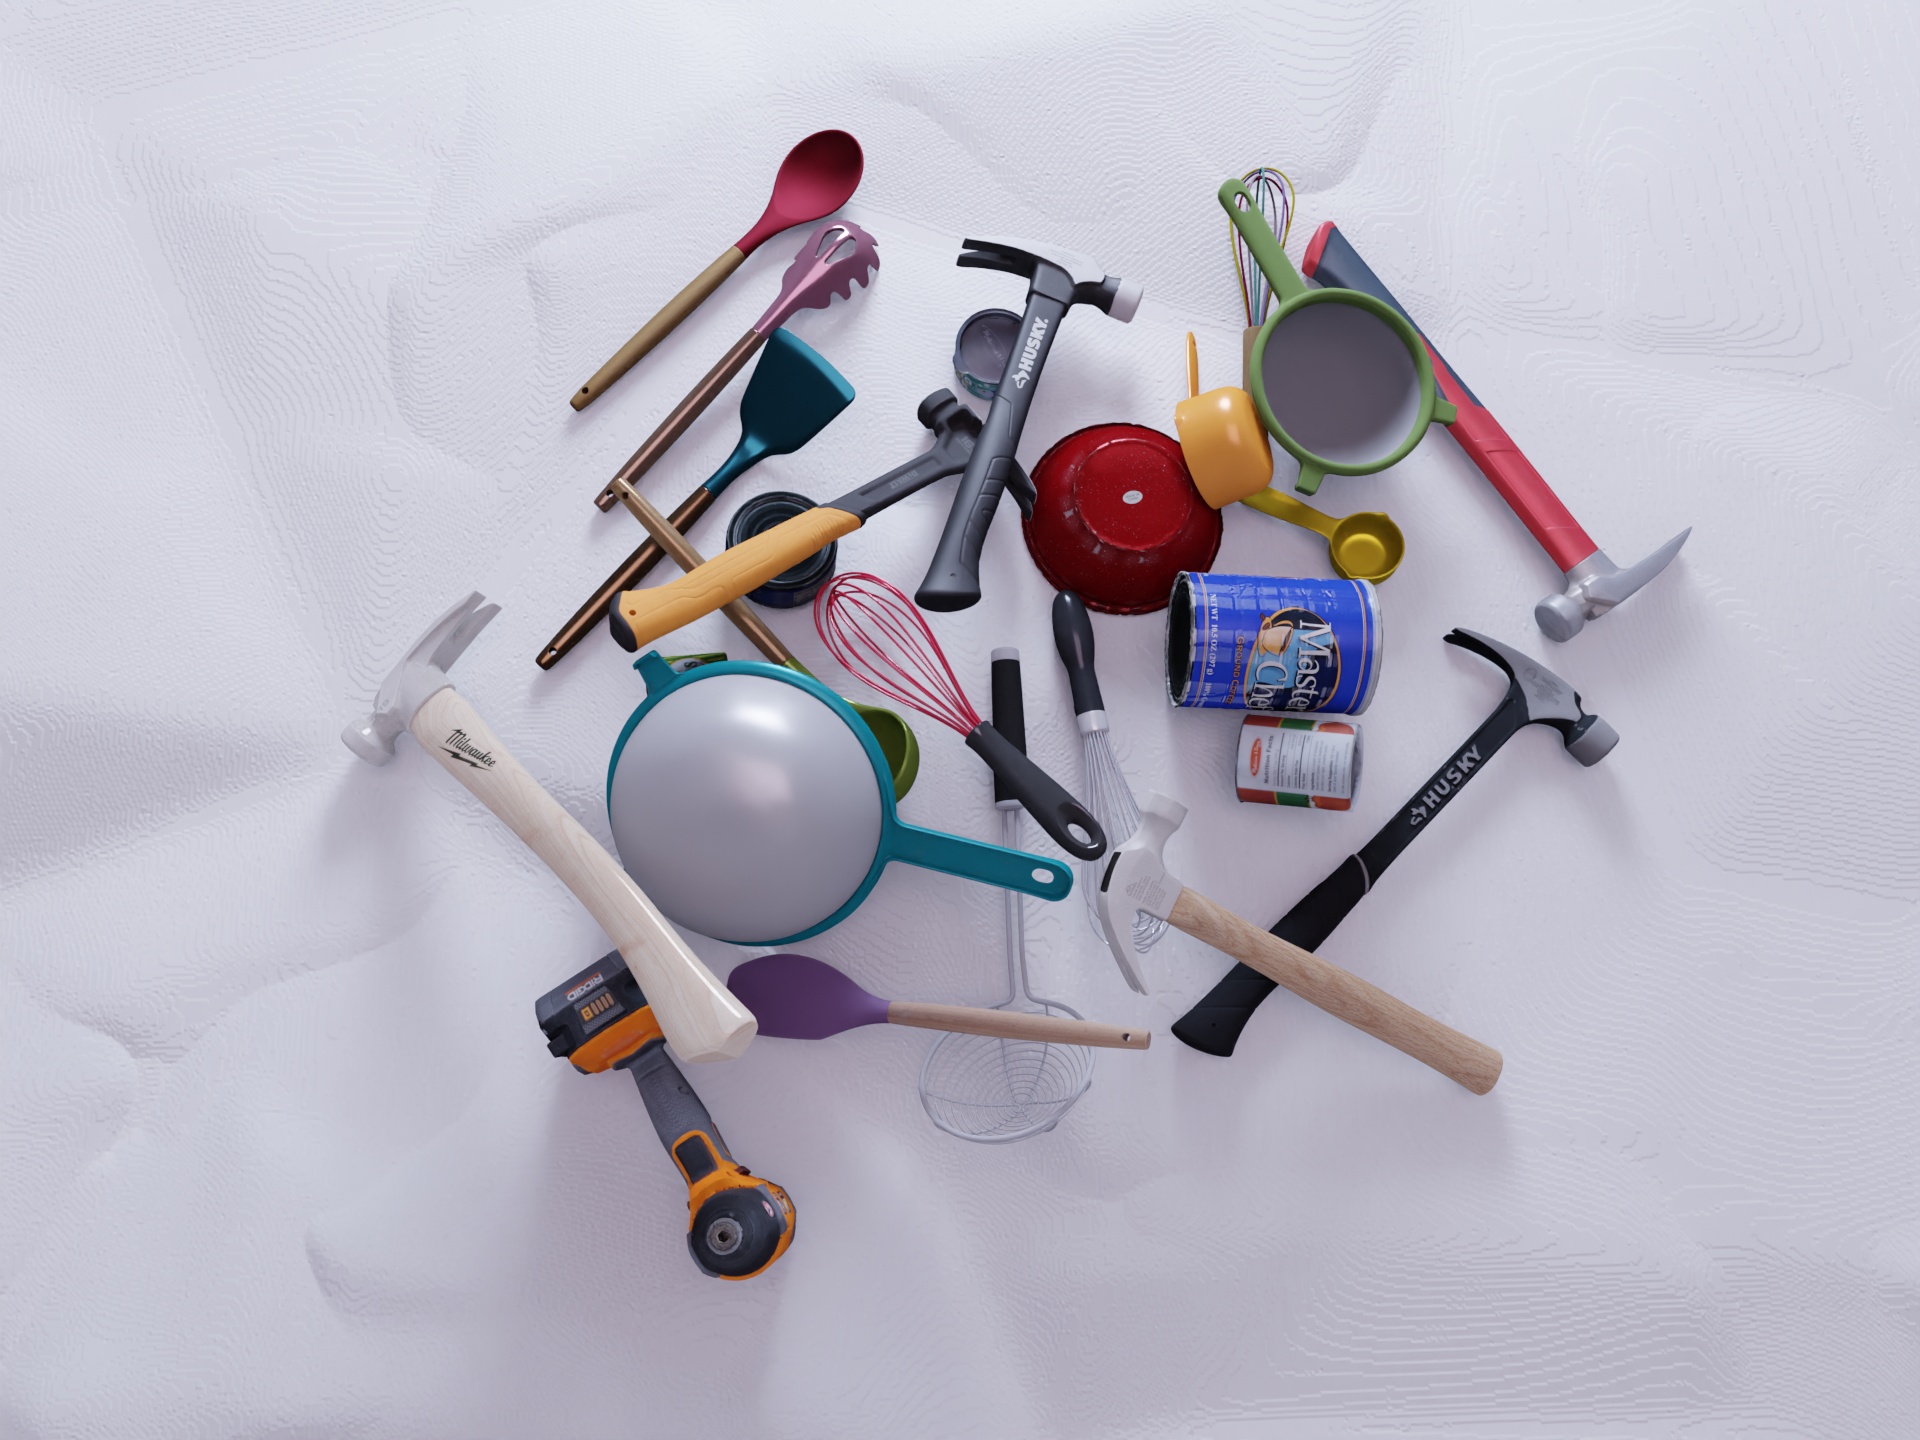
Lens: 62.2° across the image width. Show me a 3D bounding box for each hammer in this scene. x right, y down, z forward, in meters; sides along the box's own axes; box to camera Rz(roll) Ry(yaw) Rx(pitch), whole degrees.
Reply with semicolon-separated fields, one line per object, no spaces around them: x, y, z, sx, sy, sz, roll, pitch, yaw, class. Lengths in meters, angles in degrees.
-0.264;0.072;1.063;0.411;0.038;0.146;40;89;30;hammer
0.244;0.183;1.131;0.331;0.031;0.130;29;82;-10;hammer
0.308;0.097;1.191;0.409;0.036;0.149;-43;82;-12;hammer
0.416;-0.254;1.279;0.143;0.038;0.386;-34;81;-12;hammer
0.028;-0.225;1.191;0.146;0.035;0.335;21;65;-4;hammer
-0.103;-0.134;1.168;0.337;0.034;0.127;-31;69;-24;hammer

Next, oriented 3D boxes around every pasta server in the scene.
-0.176;-0.281;1.252;0.060;0.040;0.316;40;81;5;pasta server

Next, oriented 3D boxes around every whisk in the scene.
-0.002;-0.004;1.153;0.073;0.073;0.296;-42;71;-12;whisk
0.243;-0.336;1.285;0.047;0.051;0.245;5;79;-9;whisk
0.105;0.033;1.182;0.070;0.070;0.285;-9;73;-6;whisk

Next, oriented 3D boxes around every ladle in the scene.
-0.194;-0.355;1.267;0.069;0.031;0.315;41;79;16;ladle
-0.150;-0.061;1.171;0.078;0.062;0.320;-44;87;11;ladle

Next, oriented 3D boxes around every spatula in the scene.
-0.211;-0.159;1.210;0.082;0.044;0.317;41;78;0;spatula
-0.024;0.200;1.090;0.316;0.018;0.060;3;75;22;spatula

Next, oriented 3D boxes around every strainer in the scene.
-0.093;0.084;1.081;0.340;0.095;0.211;13;105;7;strainer
0.263;-0.301;1.248;0.151;0.069;0.256;-28;86;-14;strainer

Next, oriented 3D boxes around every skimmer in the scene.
0.029;0.115;1.138;0.127;0.090;0.363;-7;74;20;skimmer

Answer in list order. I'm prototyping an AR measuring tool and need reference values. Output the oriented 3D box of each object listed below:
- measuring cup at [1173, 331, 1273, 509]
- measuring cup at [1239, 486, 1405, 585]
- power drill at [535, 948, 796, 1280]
0.205;-0.246;1.237;0.052;0.095;0.174;-16;54;25;measuring cup
0.274;-0.154;1.258;0.156;0.029;0.062;27;76;15;measuring cup
-0.188;0.265;1.051;0.084;0.164;0.226;-33;79;-9;power drill
